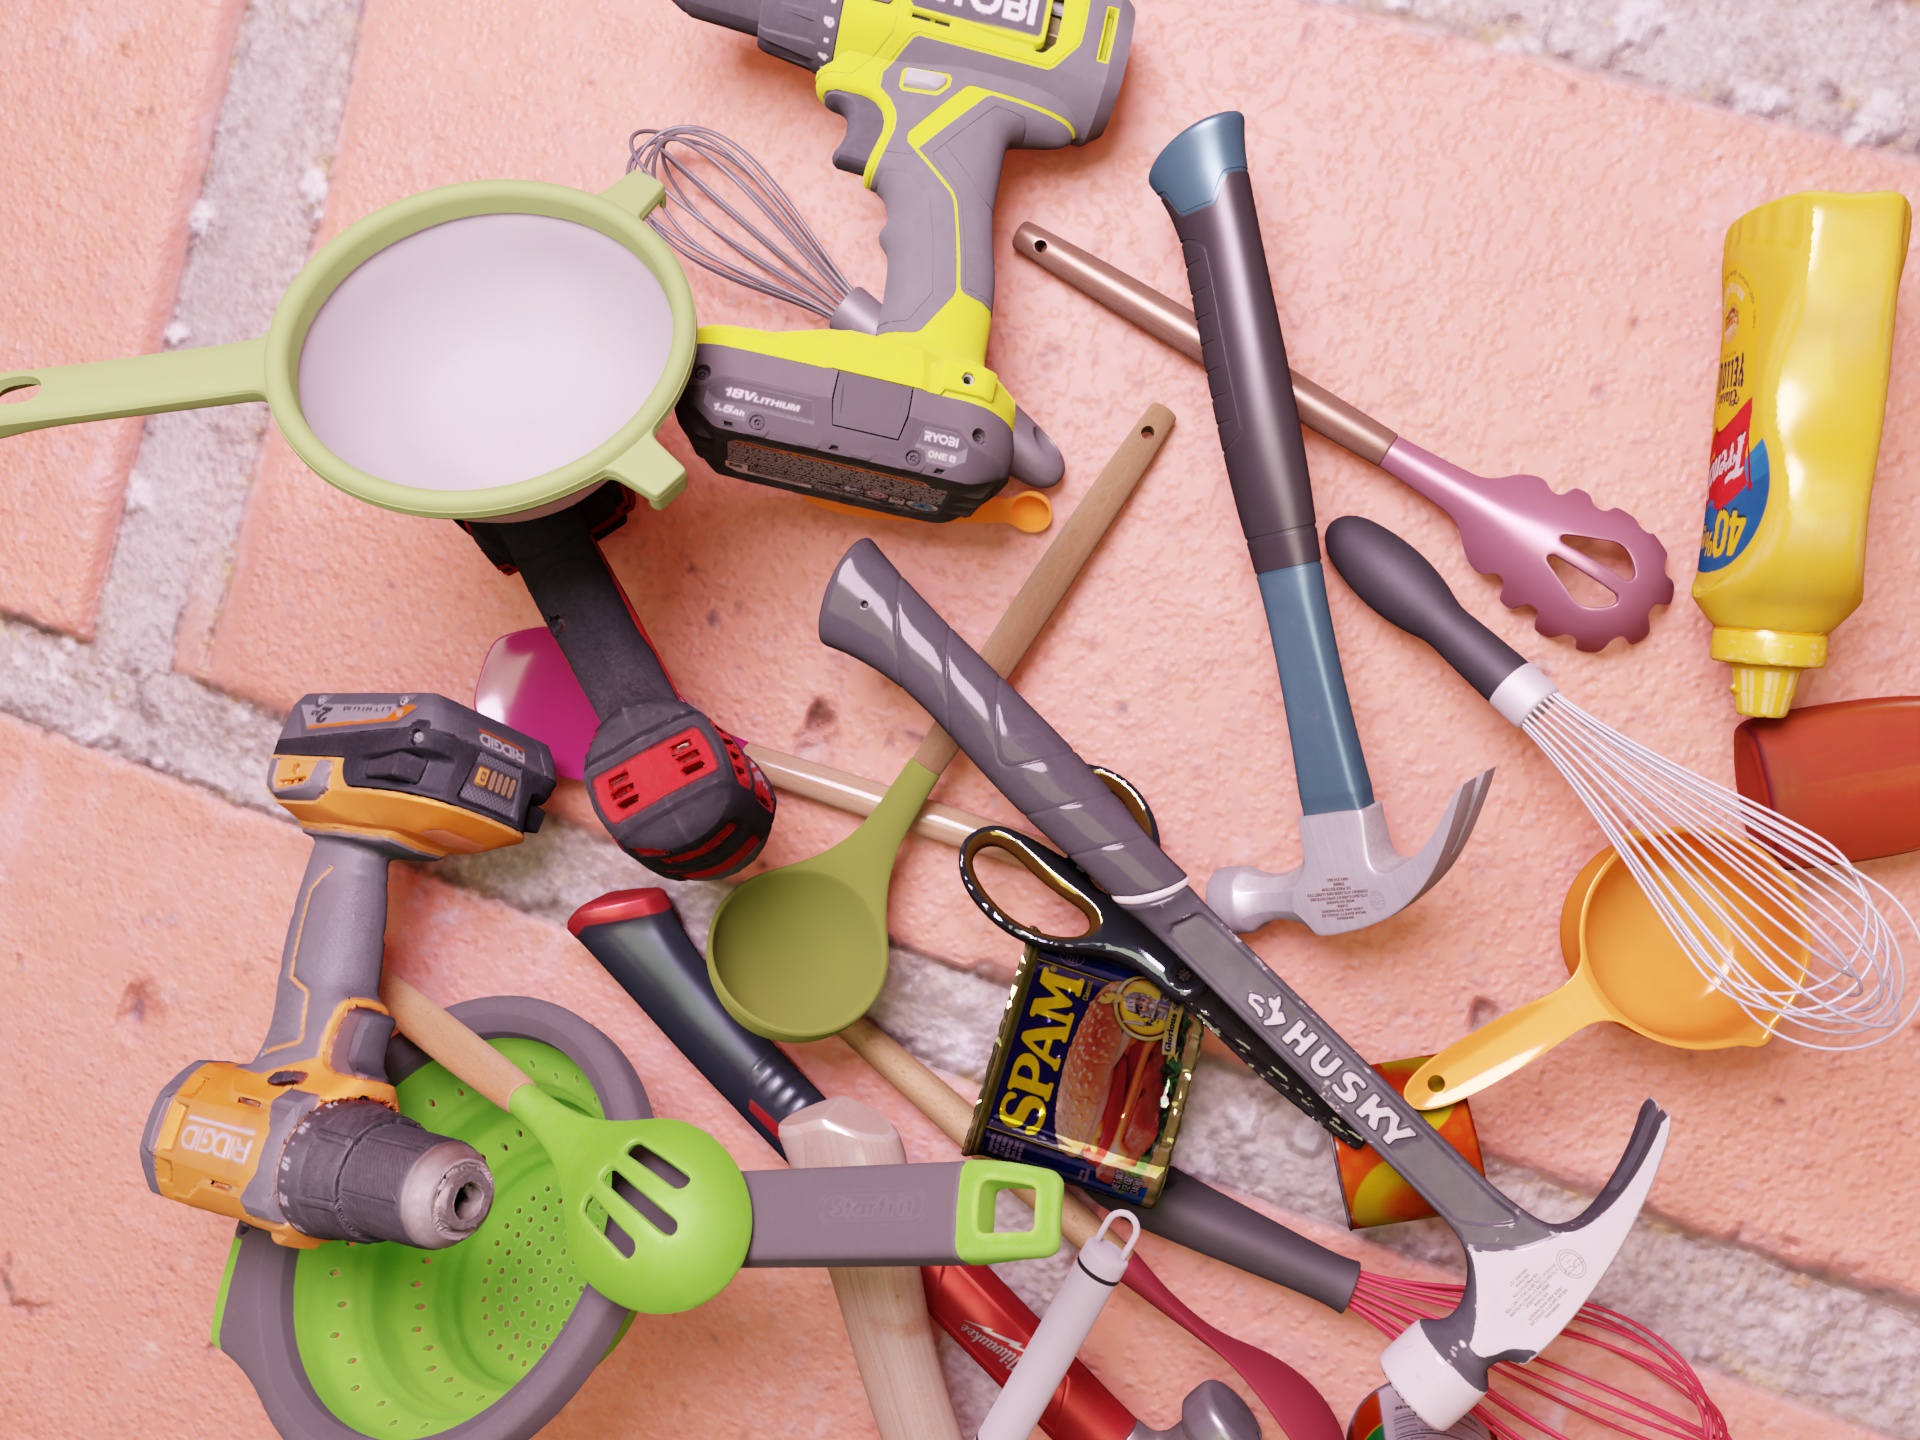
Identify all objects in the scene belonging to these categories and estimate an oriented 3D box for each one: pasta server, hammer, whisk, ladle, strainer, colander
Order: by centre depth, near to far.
[{"bbox_3d":[-0.220,-0.114,0.581,0.256,0.069,0.152,-8,62,-3],"label":"strainer"},{"bbox_3d":[0.243,0.013,0.618,0.070,0.070,0.285,-47,63,10],"label":"whisk"},{"bbox_3d":[0.094,0.078,0.630,0.409,0.036,0.149,45,97,7],"label":"hammer"},{"bbox_3d":[0.129,-0.075,0.645,0.128,0.033,0.331,-9,95,41],"label":"hammer"},{"bbox_3d":[0.007,0.308,0.654,0.087,0.050,0.258,32,101,24],"label":"strainer"},{"bbox_3d":[0.157,-0.127,0.673,0.316,0.040,0.060,33,100,10],"label":"pasta server"},{"bbox_3d":[-0.131,0.223,0.678,0.397,0.094,0.205,-9,56,23],"label":"colander"},{"bbox_3d":[-0.001,-0.002,0.681,0.078,0.062,0.320,34,92,4],"label":"ladle"},{"bbox_3d":[0.186,0.253,0.684,0.296,0.073,0.073,22,98,12],"label":"whisk"},{"bbox_3d":[-0.050,-0.179,0.693,0.239,0.055,0.055,39,100,1],"label":"whisk"},{"bbox_3d":[-0.007,0.367,0.702,0.146,0.038,0.410,-18,92,15],"label":"hammer"},{"bbox_3d":[0.052,0.226,0.710,0.315,0.069,0.031,39,83,10],"label":"ladle"},{"bbox_3d":[-0.048,0.233,0.732,0.386,0.038,0.143,45,102,4],"label":"hammer"}]

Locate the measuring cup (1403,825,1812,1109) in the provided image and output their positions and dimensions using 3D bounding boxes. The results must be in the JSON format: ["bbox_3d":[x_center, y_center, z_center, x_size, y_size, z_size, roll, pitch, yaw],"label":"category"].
[{"bbox_3d":[0.255,0.109,0.651,0.173,0.052,0.095,-31,81,4],"label":"measuring cup"}]

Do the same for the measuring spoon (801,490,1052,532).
[{"bbox_3d":[-0.016,-0.100,0.711,0.117,0.011,0.021,7,128,11],"label":"measuring spoon"}]

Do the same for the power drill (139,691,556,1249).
[{"bbox_3d":[-0.244,0.105,0.670,0.185,0.084,0.226,1,69,35],"label":"power drill"}]

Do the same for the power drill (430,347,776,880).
[{"bbox_3d":[-0.146,-0.033,0.669,0.078,0.143,0.220,-28,77,-3],"label":"power drill"}]

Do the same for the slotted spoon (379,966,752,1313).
[{"bbox_3d":[-0.204,0.153,0.684,0.314,0.031,0.070,22,66,38],"label":"slotted spoon"}]

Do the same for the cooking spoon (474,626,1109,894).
[{"bbox_3d":[-0.075,0.025,0.728,0.319,0.017,0.069,18,89,8],"label":"cooking spoon"}]

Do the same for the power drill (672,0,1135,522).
[{"bbox_3d":[-0.043,-0.210,0.639,0.190,0.080,0.228,12,83,-7],"label":"power drill"}]
